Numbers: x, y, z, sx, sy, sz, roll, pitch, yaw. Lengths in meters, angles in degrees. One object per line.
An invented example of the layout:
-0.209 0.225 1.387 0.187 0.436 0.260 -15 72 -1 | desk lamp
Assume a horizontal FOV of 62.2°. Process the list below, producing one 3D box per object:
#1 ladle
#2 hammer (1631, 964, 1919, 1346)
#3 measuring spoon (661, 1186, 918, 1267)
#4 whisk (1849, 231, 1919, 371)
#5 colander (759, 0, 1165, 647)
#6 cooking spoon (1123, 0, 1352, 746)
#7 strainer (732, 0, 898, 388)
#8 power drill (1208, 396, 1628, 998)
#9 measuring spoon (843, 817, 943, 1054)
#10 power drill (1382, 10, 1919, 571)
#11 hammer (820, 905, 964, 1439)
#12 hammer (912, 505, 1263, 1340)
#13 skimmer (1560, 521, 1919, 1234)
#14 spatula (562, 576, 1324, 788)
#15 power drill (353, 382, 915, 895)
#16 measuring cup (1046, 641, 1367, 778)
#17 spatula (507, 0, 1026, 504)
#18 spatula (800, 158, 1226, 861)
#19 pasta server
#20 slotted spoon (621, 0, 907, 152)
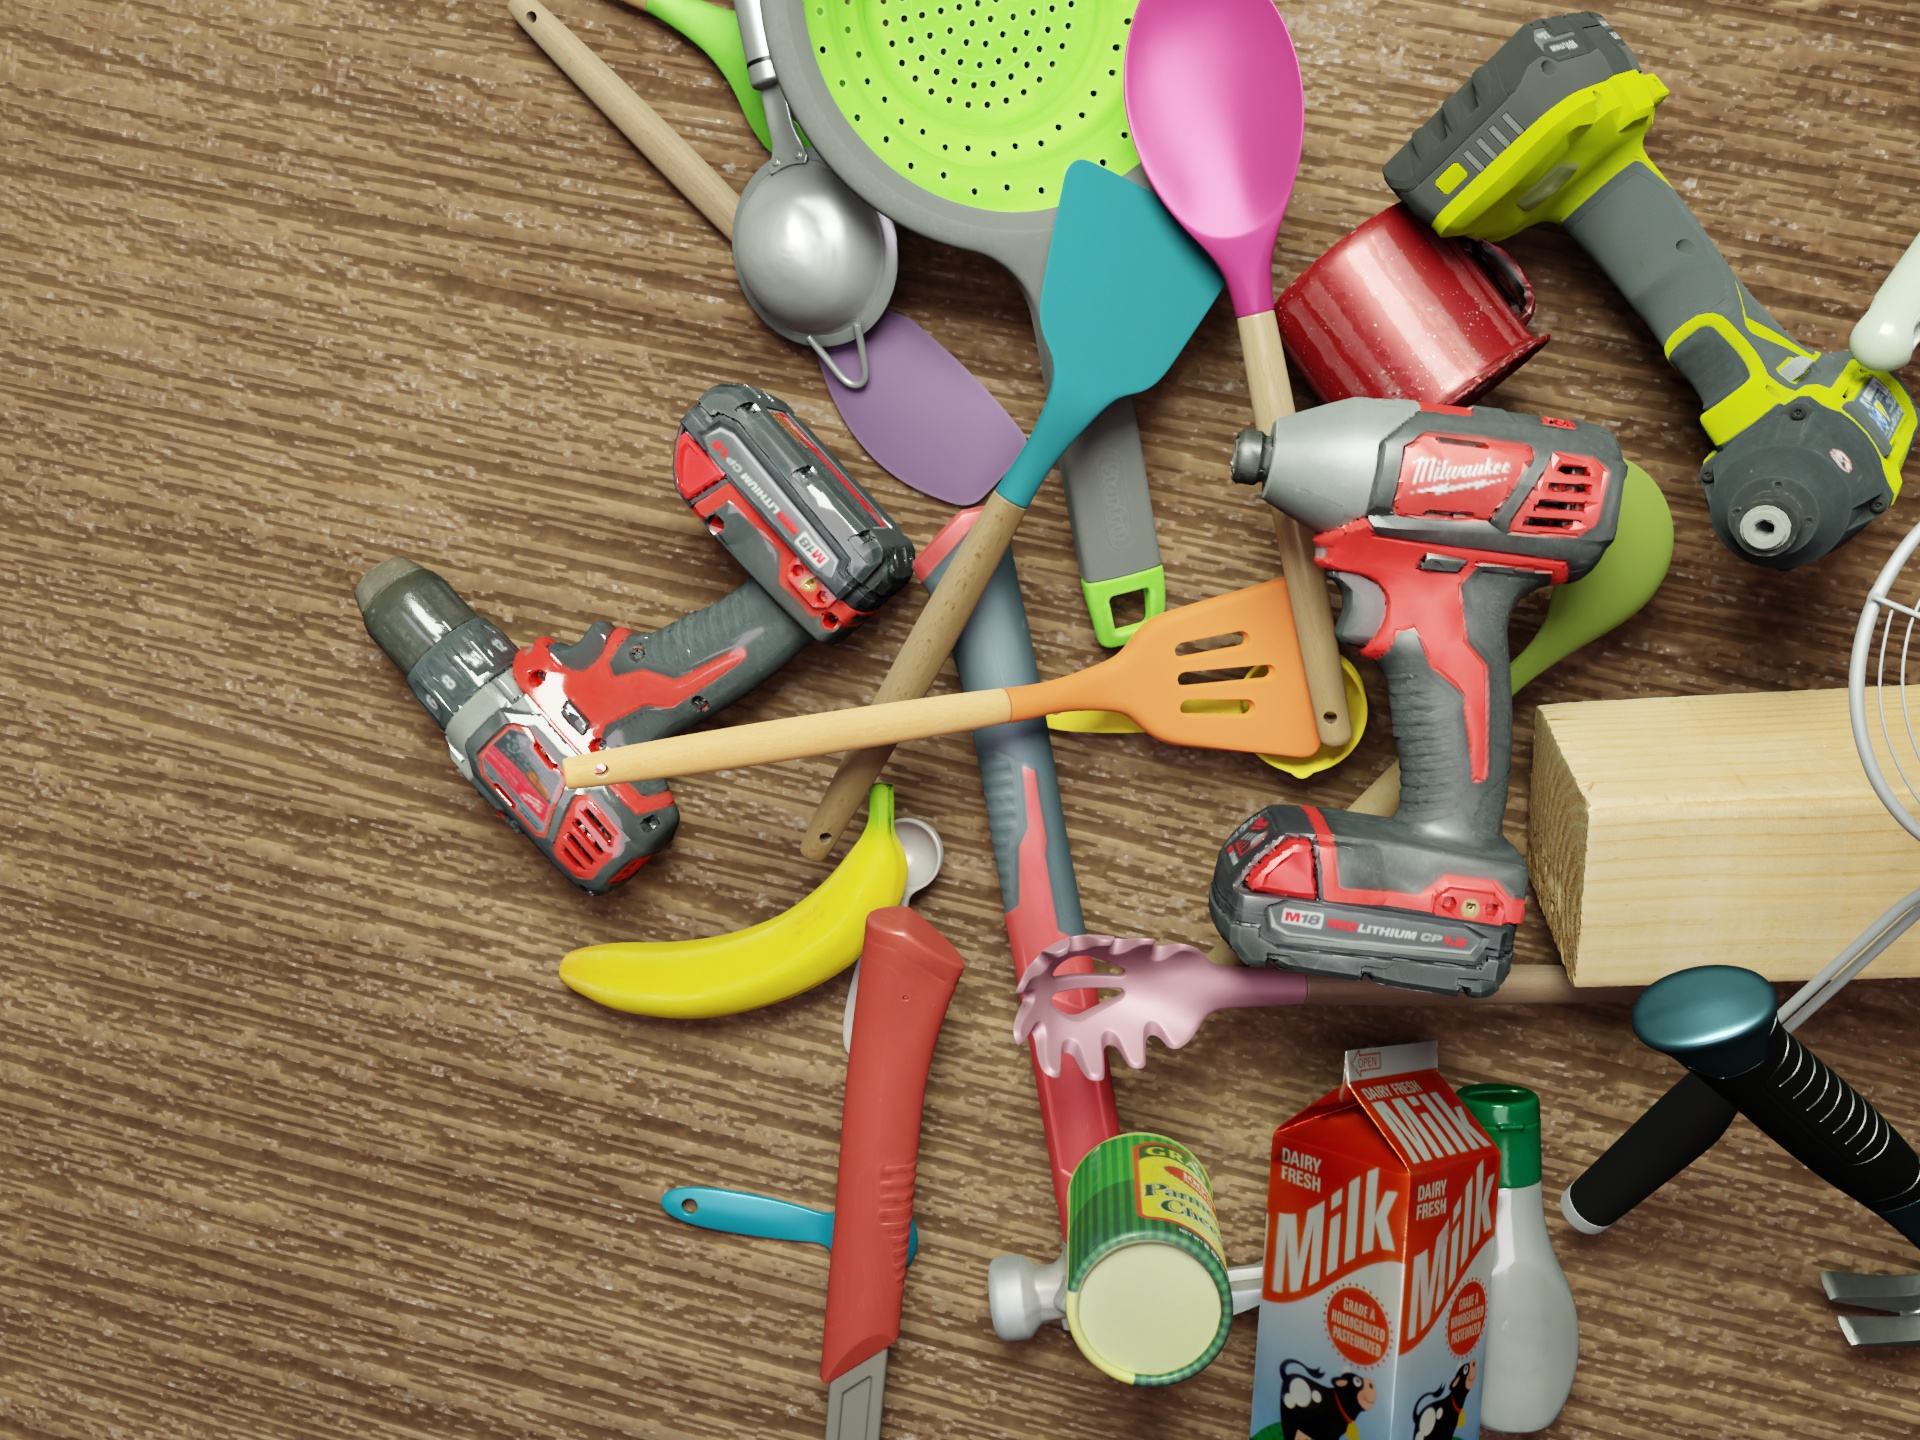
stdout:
0.184 0.017 0.688 0.320 0.078 0.062 -48 55 8 | ladle
0.356 0.174 0.614 0.128 0.033 0.330 -35 127 28 | hammer
-0.085 0.247 0.771 0.128 0.021 0.042 8 96 5 | measuring spoon
0.418 -0.229 0.620 0.059 0.057 0.246 31 77 37 | whisk
0.032 -0.227 0.689 0.204 0.095 0.396 -15 112 -6 | colander
0.125 -0.141 0.652 0.069 0.017 0.318 -10 103 15 | cooking spoon
-0.083 -0.272 0.689 0.087 0.050 0.258 -7 99 30 | strainer
0.164 -0.014 0.619 0.143 0.078 0.219 8 100 3 | power drill
-0.033 0.104 0.759 0.034 0.018 0.124 22 105 23 | measuring spoon
0.276 -0.163 0.621 0.223 0.171 0.080 51 132 5 | power drill
-0.053 0.261 0.740 0.149 0.037 0.359 5 102 0 | hammer
0.054 0.092 0.728 0.143 0.038 0.386 -10 96 7 | hammer
0.314 0.074 0.598 0.127 0.090 0.363 6 136 -12 | skimmer
-0.001 -0.002 0.664 0.322 0.041 0.081 -9 100 -16 | spatula
-0.154 -0.053 0.730 0.226 0.080 0.188 -43 88 12 | power drill
0.107 -0.008 0.729 0.156 0.029 0.062 1 103 19 | measuring cup
-0.096 -0.220 0.734 0.316 0.018 0.060 46 103 1 | spatula
0.008 -0.074 0.676 0.082 0.044 0.317 24 108 -20 | spatula
0.174 0.116 0.678 0.316 0.040 0.060 1 101 -10 | pasta server
-0.163 -0.341 0.729 0.314 0.031 0.070 30 102 5 | slotted spoon
